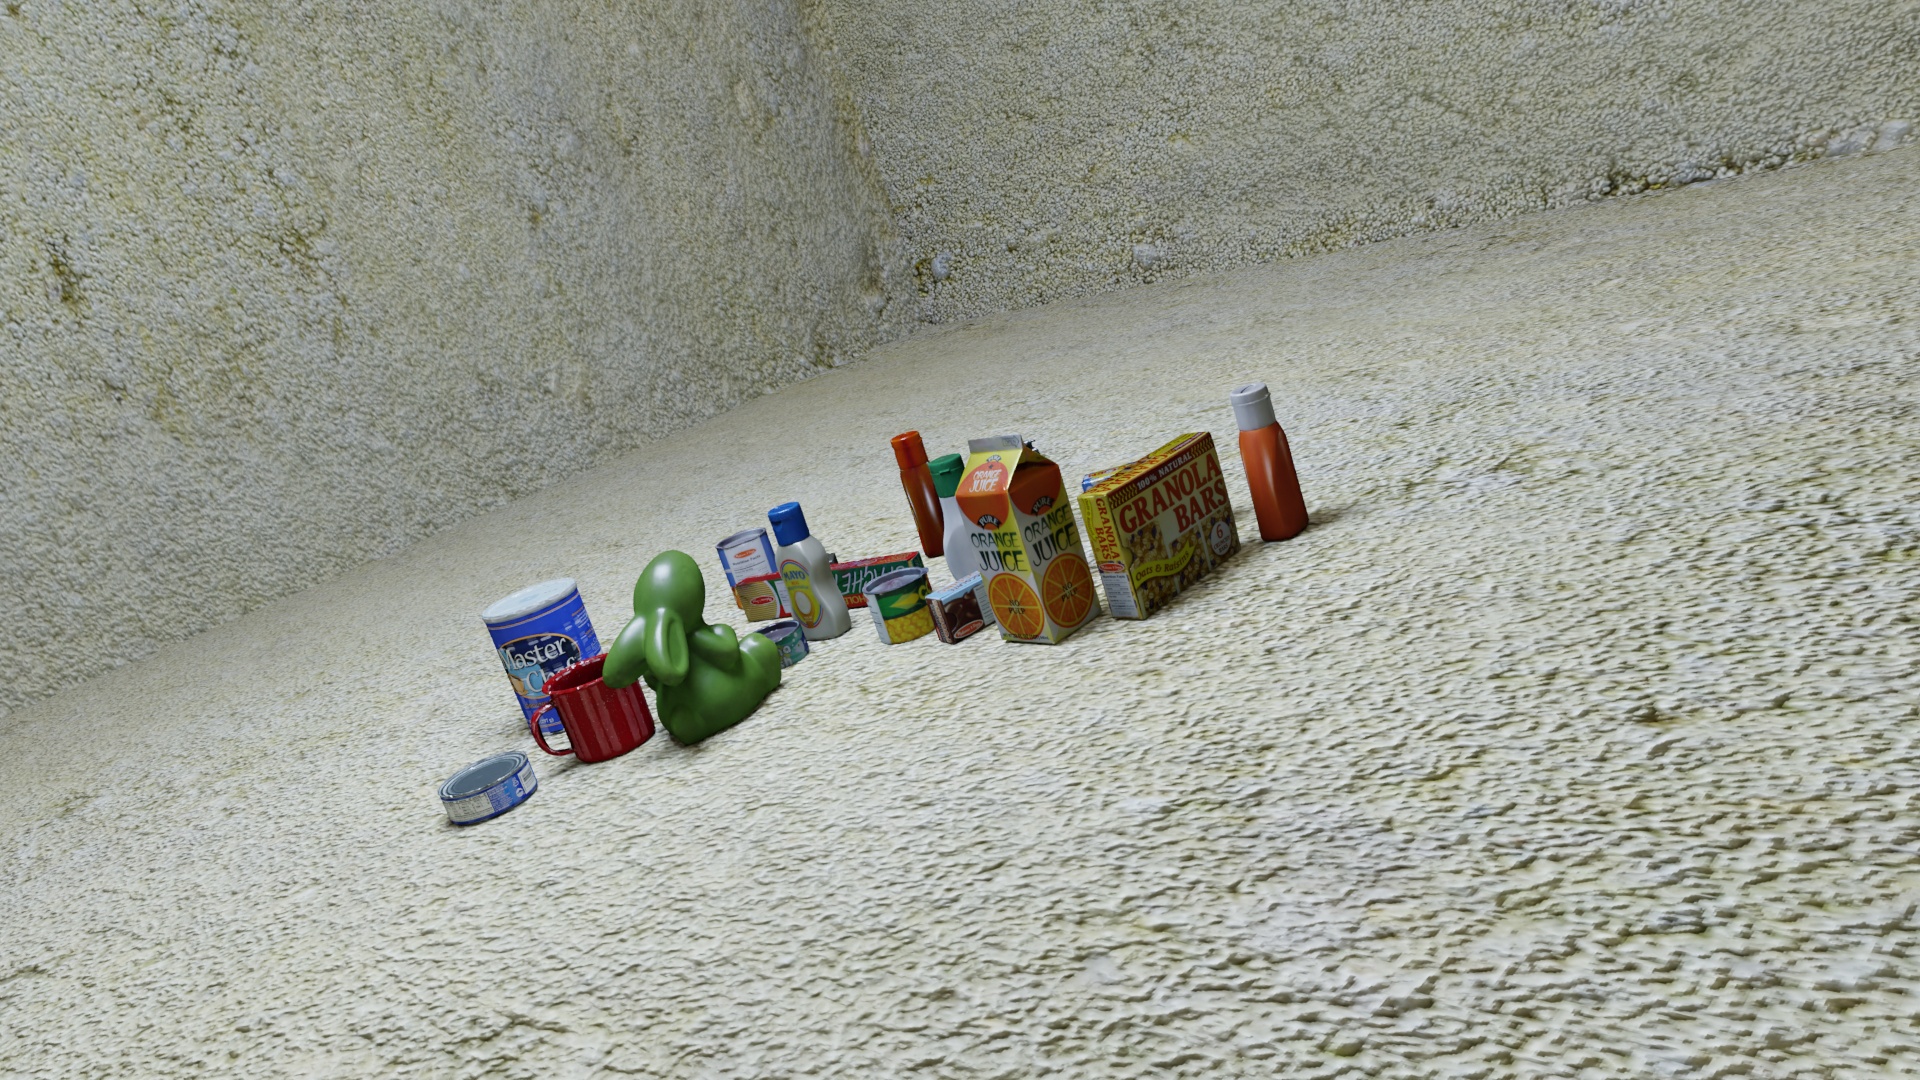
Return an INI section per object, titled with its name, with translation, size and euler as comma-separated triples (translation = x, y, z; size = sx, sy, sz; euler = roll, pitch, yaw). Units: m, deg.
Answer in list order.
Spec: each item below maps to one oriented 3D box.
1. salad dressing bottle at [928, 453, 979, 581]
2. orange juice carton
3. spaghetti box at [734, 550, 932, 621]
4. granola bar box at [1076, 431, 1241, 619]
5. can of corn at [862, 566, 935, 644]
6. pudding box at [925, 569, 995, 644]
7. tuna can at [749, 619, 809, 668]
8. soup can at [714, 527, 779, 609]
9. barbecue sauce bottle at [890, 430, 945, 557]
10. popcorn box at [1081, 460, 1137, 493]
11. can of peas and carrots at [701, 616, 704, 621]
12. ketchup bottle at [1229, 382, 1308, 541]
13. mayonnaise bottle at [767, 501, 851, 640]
[salad dressing bottle]
translation = 0.005, -0.018, 1.473
size = 0.064, 0.147, 0.044
euler = -15, 15, 12
[orange juice carton]
translation = 0.058, -0.006, 1.279
size = 0.073, 0.192, 0.071
euler = -30, 18, -38
[spaghetti box]
translation = -0.147, 0.054, 1.580
size = 0.250, 0.050, 0.029
euler = -9, 17, 31
[granola bar box]
translation = 0.189, -0.016, 1.296
size = 0.039, 0.124, 0.166
euler = -2, 21, 47
[can of corn]
translation = -0.057, 0.066, 1.417
size = 0.071, 0.058, 0.071
euler = -17, 15, 5
[pudding box]
translation = 0.011, 0.062, 1.368
size = 0.084, 0.049, 0.030
euler = -27, 17, -31
[tuna can]
translation = -0.194, 0.112, 1.458
size = 0.071, 0.032, 0.071
euler = -17, 15, 5
[soup can]
translation = -0.258, 0.034, 1.716
size = 0.071, 0.083, 0.071
euler = -17, 14, 5
[barbecue sauce bottle]
translation = -0.044, -0.057, 1.669
size = 0.043, 0.148, 0.065
euler = -16, 14, 7
[popcorn box]
translation = 0.199, -0.042, 1.454
size = 0.126, 0.085, 0.038
euler = -15, 15, 11
[can of peas and carrots]
translation = -0.308, 0.113, 1.536
size = 0.071, 0.058, 0.071
euler = -17, 15, 5
[ketchup bottle]
translation = 0.297, -0.078, 1.345
size = 0.043, 0.148, 0.065
euler = -8, 18, 35
[mayonnaise bottle]
translation = -0.166, 0.033, 1.486
size = 0.064, 0.147, 0.041
euler = -7, 18, 38
